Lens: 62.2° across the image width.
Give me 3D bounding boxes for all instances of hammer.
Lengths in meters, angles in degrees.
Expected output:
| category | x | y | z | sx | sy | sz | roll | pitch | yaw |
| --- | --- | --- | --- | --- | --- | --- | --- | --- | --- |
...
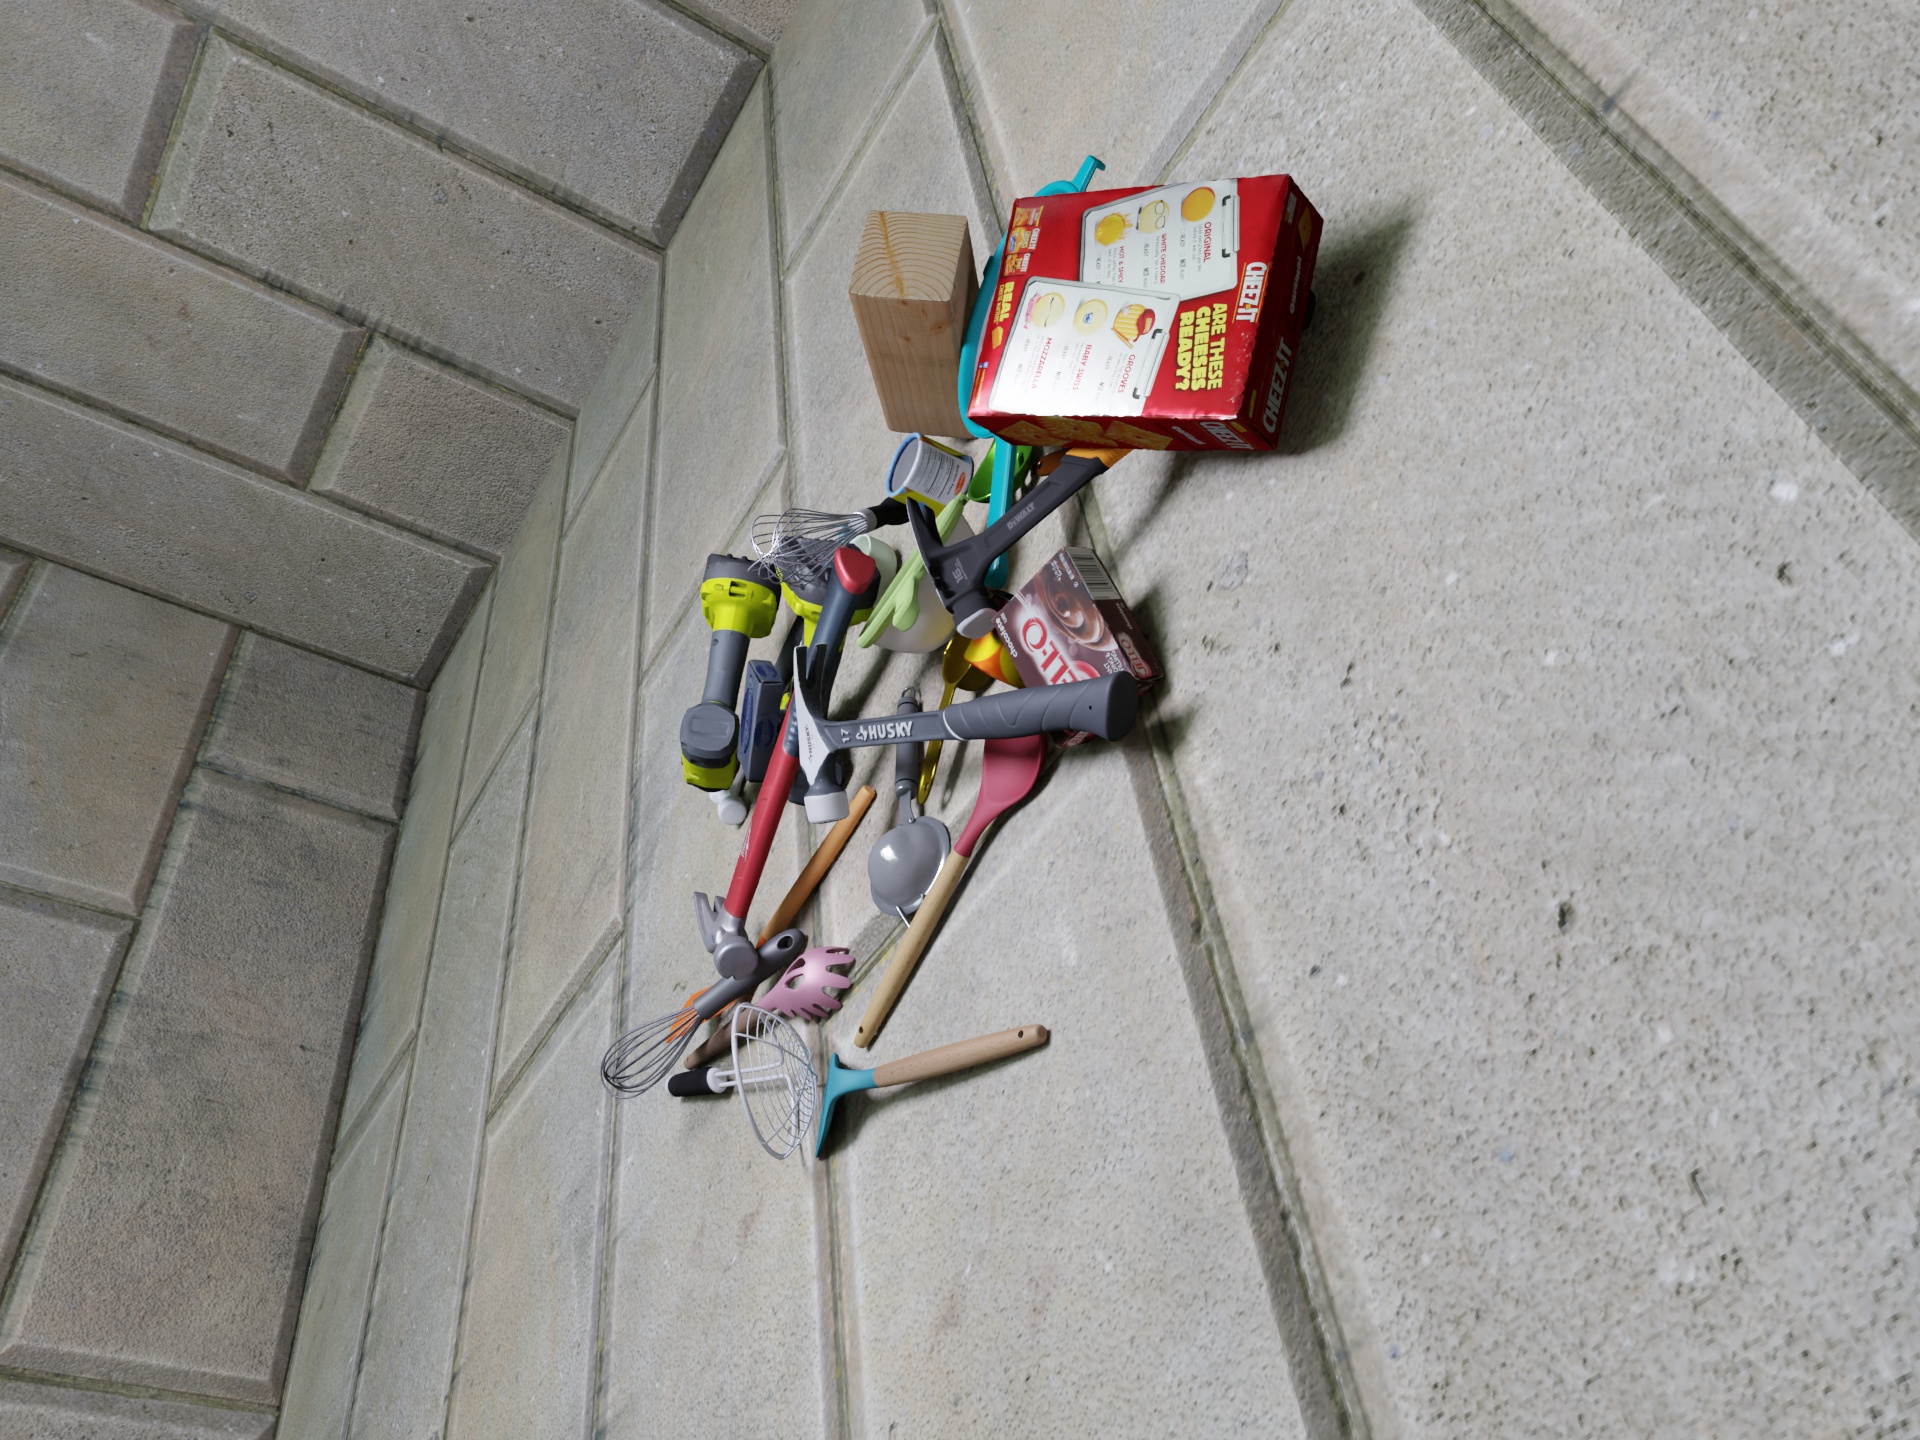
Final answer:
| category | x | y | z | sx | sy | sz | roll | pitch | yaw |
| --- | --- | --- | --- | --- | --- | --- | --- | --- | --- |
| hammer | 0.104 | -0.203 | 1.128 | 0.337 | 0.034 | 0.127 | -37 | 58 | 22 |
| hammer | -0.158 | 0.028 | 1.409 | 0.386 | 0.038 | 0.143 | -70 | 24 | 14 |
| hammer | -0.013 | -0.002 | 1.179 | 0.409 | 0.036 | 0.149 | -7 | 92 | 54 |
| hammer | -0.185 | -0.055 | 1.685 | 0.331 | 0.033 | 0.128 | -61 | 28 | 15 |

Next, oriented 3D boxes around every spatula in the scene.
| category | x | y | z | sx | sy | sz | roll | pitch | yaw |
| --- | --- | --- | --- | --- | --- | --- | --- | --- | --- |
| spatula | -0.034 | 0.257 | 1.161 | 0.317 | 0.044 | 0.082 | -28 | 46 | 47 |
| spatula | -0.174 | 0.179 | 1.469 | 0.322 | 0.041 | 0.081 | -55 | 6 | 22 |

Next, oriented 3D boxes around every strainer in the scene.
| category | x | y | z | sx | sy | sz | roll | pitch | yaw |
| --- | --- | --- | --- | --- | --- | --- | --- | --- | --- |
| strainer | -0.021 | -0.096 | 1.300 | 0.151 | 0.069 | 0.256 | -54 | 9 | 12 |
| strainer | -0.048 | 0.064 | 1.319 | 0.087 | 0.050 | 0.259 | -32 | 38 | 28 |
| strainer | 0.076 | -0.258 | 1.271 | 0.211 | 0.095 | 0.340 | -25 | 55 | 62 |

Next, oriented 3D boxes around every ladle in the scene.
| category | x | y | z | sx | sy | sz | roll | pitch | yaw |
| --- | --- | --- | --- | --- | --- | --- | --- | --- | --- |
| ladle | -0.010 | 0.123 | 1.212 | 0.069 | 0.031 | 0.315 | 45 | 114 | 46 |

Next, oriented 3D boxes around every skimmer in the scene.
| category | x | y | z | sx | sy | sz | roll | pitch | yaw |
| --- | --- | --- | --- | --- | --- | --- | --- | --- | --- |
| skimmer | -0.217 | 0.319 | 1.389 | 0.363 | 0.090 | 0.127 | -26 | 79 | 57 |

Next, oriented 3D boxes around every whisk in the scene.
| category | x | y | z | sx | sy | sz | roll | pitch | yaw |
| --- | --- | --- | --- | --- | --- | --- | --- | --- | --- |
| whisk | -0.105 | -0.175 | 1.435 | 0.070 | 0.070 | 0.284 | -53 | -10 | 29 |
| whisk | -0.234 | 0.265 | 1.448 | 0.239 | 0.055 | 0.055 | -38 | 32 | 9 |

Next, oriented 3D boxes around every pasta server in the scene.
| category | x | y | z | sx | sy | sz | roll | pitch | yaw |
| --- | --- | --- | --- | --- | --- | --- | --- | --- | --- |
| pasta server | -0.183 | 0.271 | 1.438 | 0.316 | 0.040 | 0.060 | -42 | 36 | 50 |

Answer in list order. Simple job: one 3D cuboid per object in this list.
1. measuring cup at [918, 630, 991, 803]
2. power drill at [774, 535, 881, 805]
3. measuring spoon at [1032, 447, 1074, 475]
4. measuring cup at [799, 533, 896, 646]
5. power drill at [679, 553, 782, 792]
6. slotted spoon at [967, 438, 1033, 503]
| category | x | y | z | sx | sy | sz | roll | pitch | yaw |
| --- | --- | --- | --- | --- | --- | --- | --- | --- | --- |
| measuring cup | -0.002 | -0.004 | 1.297 | 0.062 | 0.029 | 0.156 | 0 | 73 | 63 |
| power drill | -0.147 | -0.055 | 1.517 | 0.191 | 0.080 | 0.228 | -129 | 47 | -60 |
| measuring spoon | 0.087 | -0.218 | 1.304 | 0.117 | 0.011 | 0.021 | -5 | 66 | 62 |
| measuring cup | -0.114 | -0.114 | 1.588 | 0.167 | 0.038 | 0.083 | -52 | 32 | 38 |
| power drill | -0.241 | -0.043 | 1.632 | 0.171 | 0.080 | 0.223 | 112 | 167 | -69 |
| slotted spoon | 0.046 | -0.311 | 1.437 | 0.070 | 0.031 | 0.314 | -23 | 46 | 35 |
